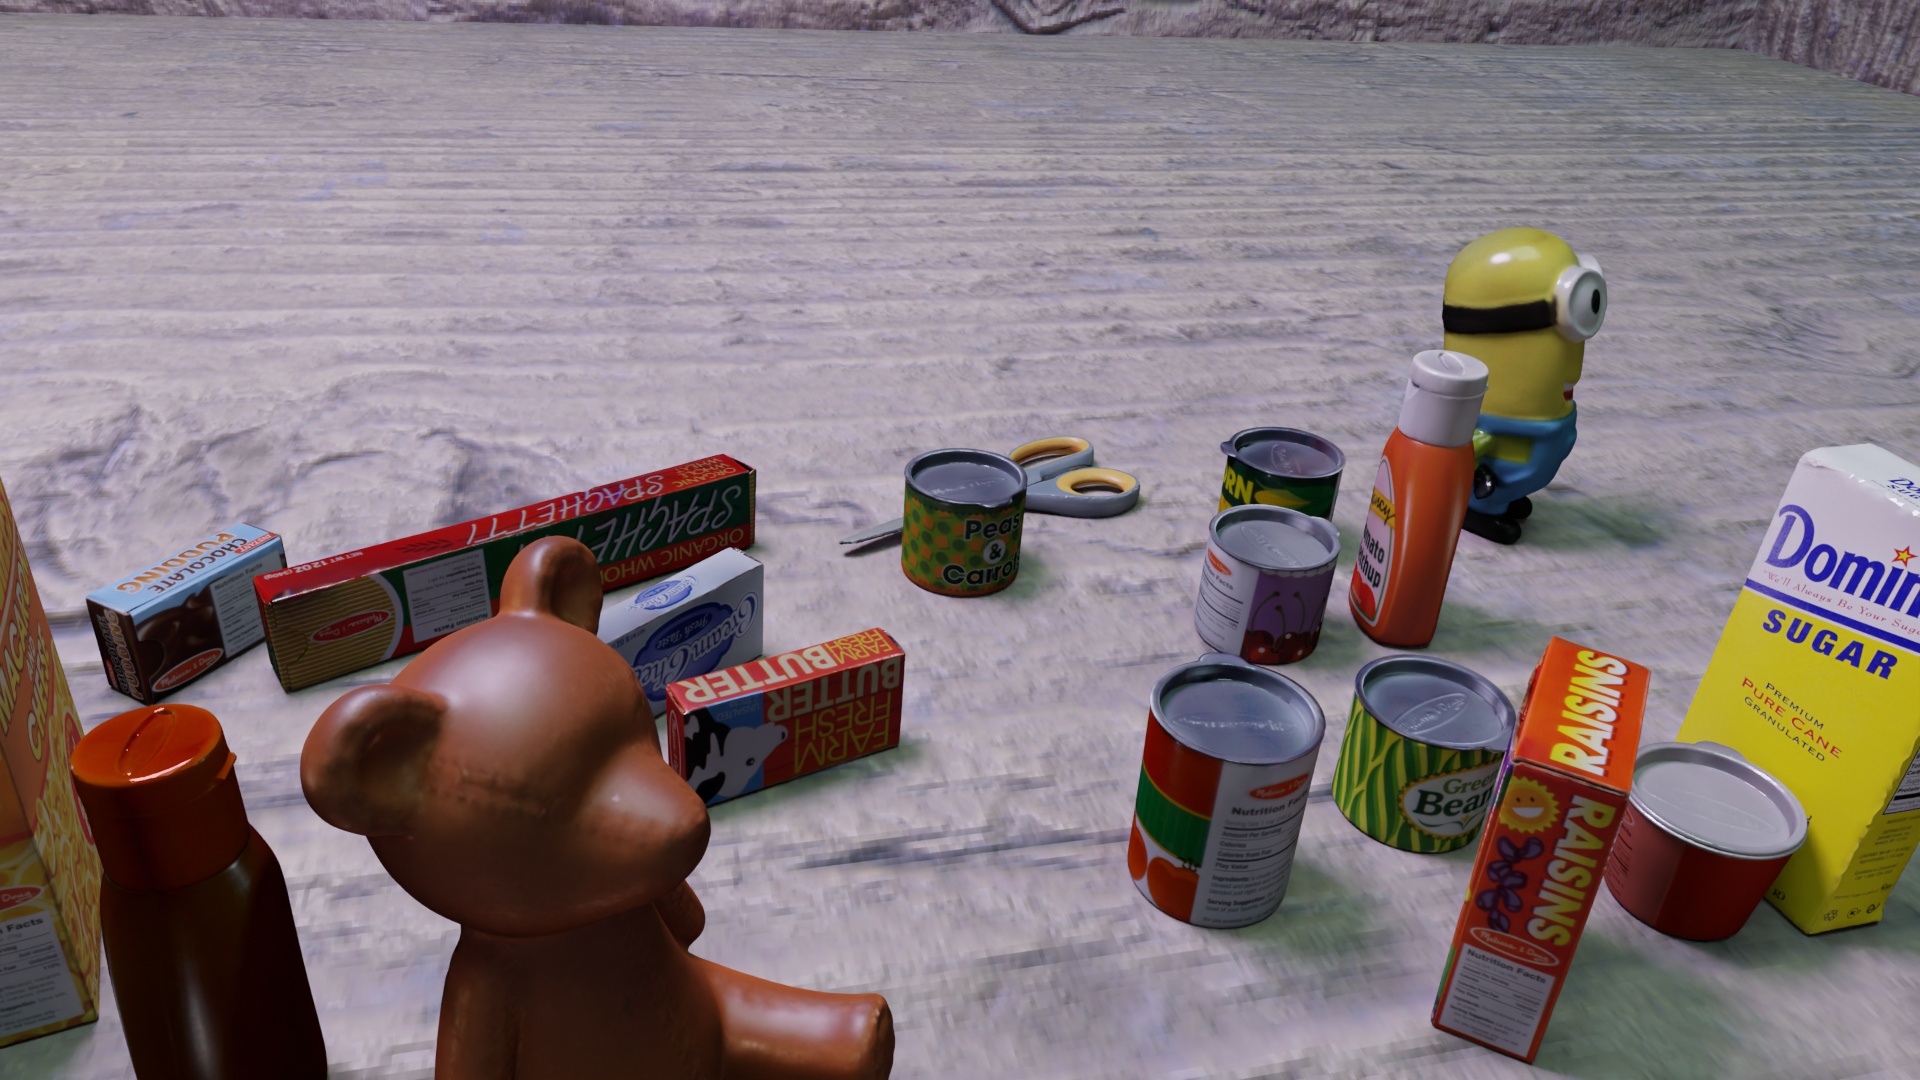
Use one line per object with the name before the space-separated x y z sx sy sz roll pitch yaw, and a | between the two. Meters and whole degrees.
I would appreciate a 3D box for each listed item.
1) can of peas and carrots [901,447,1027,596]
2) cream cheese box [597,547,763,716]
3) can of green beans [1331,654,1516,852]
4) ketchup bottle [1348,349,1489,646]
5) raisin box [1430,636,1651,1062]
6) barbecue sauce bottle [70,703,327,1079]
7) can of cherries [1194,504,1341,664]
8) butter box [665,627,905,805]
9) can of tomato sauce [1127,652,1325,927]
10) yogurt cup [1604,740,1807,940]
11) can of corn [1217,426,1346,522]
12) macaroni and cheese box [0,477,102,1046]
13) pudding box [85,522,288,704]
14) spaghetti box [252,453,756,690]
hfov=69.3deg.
can of peas and carrots | 0.003 -0.009 0.751 0.071 0.058 0.071 3 29 -2
cream cheese box | -0.134 0.047 0.638 0.024 0.053 0.104 23 34 30
can of green beans | 0.198 0.091 0.598 0.071 0.057 0.071 3 29 -2
ketchup bottle | 0.236 -0.022 0.712 0.043 0.148 0.065 3 29 -2
raisin box | 0.208 0.110 0.500 0.040 0.122 0.086 18 32 23
barbecue sauce bottle | -0.221 0.118 0.406 0.044 0.147 0.065 0 29 -7
can of cherries | 0.159 0.022 0.715 0.071 0.058 0.072 3 29 -2
butter box | -0.074 0.076 0.596 0.104 0.052 0.024 -14 34 -29
can of tomato sauce | 0.102 0.098 0.548 0.071 0.082 0.071 3 29 -2
yogurt cup | 0.295 0.122 0.559 0.072 0.053 0.073 3 29 -2
can of corn | 0.181 -0.026 0.804 0.071 0.058 0.071 3 29 -2
macaroni and cheese box | -0.329 0.065 0.468 0.040 0.165 0.124 -11 33 -25
pudding box | -0.353 0.032 0.642 0.030 0.049 0.084 16 31 20
spaghetti box | -0.216 0.010 0.697 0.251 0.050 0.029 -19 37 -35
